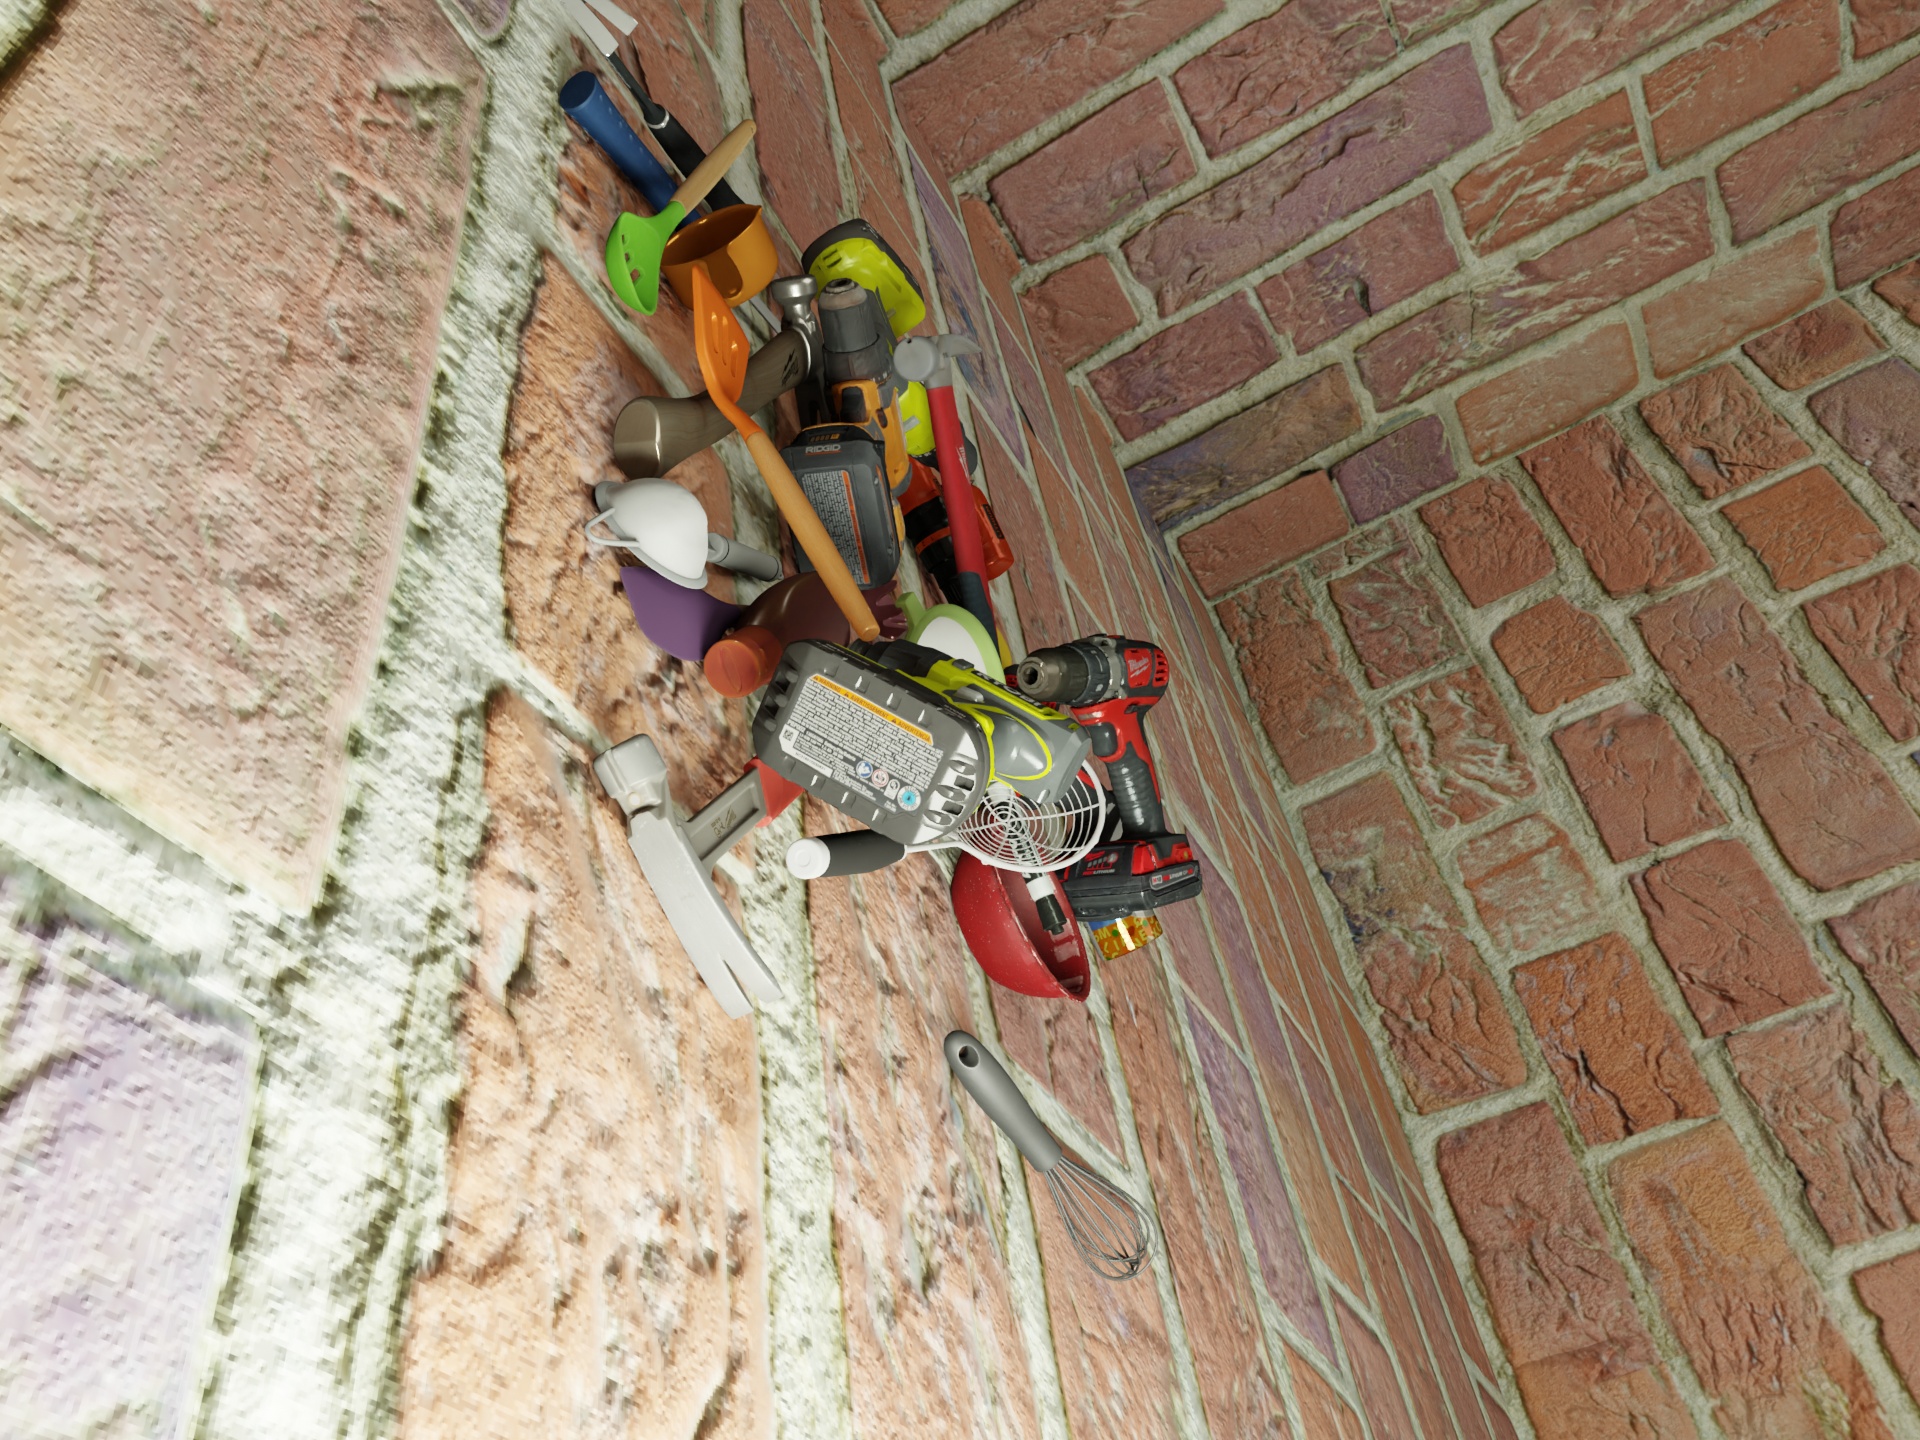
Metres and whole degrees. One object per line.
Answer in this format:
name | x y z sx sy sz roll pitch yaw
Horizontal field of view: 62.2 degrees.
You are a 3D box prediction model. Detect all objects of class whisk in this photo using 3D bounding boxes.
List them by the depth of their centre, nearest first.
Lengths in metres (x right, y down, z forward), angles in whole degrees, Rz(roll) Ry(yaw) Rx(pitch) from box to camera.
whisk | 0.060 0.291 1.066 0.238 0.055 0.055 54 18 -21

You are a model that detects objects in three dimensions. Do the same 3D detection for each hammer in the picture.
hammer | -0.104 0.041 0.943 0.149 0.036 0.359 62 15 -6
hammer | -0.161 -0.228 1.165 0.411 0.038 0.146 -65 149 -65
hammer | -0.242 -0.482 1.252 0.149 0.036 0.408 44 3 15
hammer | -0.194 -0.376 1.340 0.405 0.035 0.144 44 24 -51
hammer | 0.013 -0.145 1.408 0.143 0.038 0.386 -34 116 -67

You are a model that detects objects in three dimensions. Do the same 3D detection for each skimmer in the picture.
skimmer | -0.004 0.053 1.010 0.127 0.090 0.363 42 13 16

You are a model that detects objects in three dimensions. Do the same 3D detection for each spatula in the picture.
spatula | -0.113 -0.168 1.008 0.323 0.041 0.080 59 3 34
spatula | -0.138 -0.065 1.043 0.060 0.018 0.316 68 16 5

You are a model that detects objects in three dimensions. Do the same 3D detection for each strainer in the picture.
strainer | -0.160 -0.114 1.013 0.087 0.050 0.258 51 9 11
strainer | -0.002 -0.004 1.233 0.256 0.069 0.151 12 76 -59

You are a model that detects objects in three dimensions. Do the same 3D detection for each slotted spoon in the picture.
slotted spoon | -0.207 -0.395 1.207 0.314 0.031 0.070 -72 153 -48

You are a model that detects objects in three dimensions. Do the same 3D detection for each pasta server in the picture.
pasta server | -0.065 -0.157 1.404 0.316 0.040 0.060 -93 165 -58

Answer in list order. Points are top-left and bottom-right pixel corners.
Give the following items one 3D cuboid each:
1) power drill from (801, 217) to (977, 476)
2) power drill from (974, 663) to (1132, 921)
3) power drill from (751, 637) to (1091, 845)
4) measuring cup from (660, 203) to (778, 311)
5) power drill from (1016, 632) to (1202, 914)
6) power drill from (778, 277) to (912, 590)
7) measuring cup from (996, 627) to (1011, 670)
power drill | -0.062 -0.341 1.492 0.190 0.080 0.229 37 29 -51
power drill | 0.078 0.072 1.376 0.219 0.078 0.143 50 51 -30
power drill | -0.027 0.000 0.959 0.171 0.080 0.223 28 13 14
measuring cup | -0.173 -0.330 1.197 0.052 0.095 0.174 62 1 -39
power drill | 0.117 0.041 1.295 0.187 0.080 0.227 -3 85 -55
power drill | -0.087 -0.226 1.244 0.226 0.084 0.185 -83 166 -55
measuring cup | 0.018 -0.070 1.548 0.062 0.029 0.156 65 13 4
